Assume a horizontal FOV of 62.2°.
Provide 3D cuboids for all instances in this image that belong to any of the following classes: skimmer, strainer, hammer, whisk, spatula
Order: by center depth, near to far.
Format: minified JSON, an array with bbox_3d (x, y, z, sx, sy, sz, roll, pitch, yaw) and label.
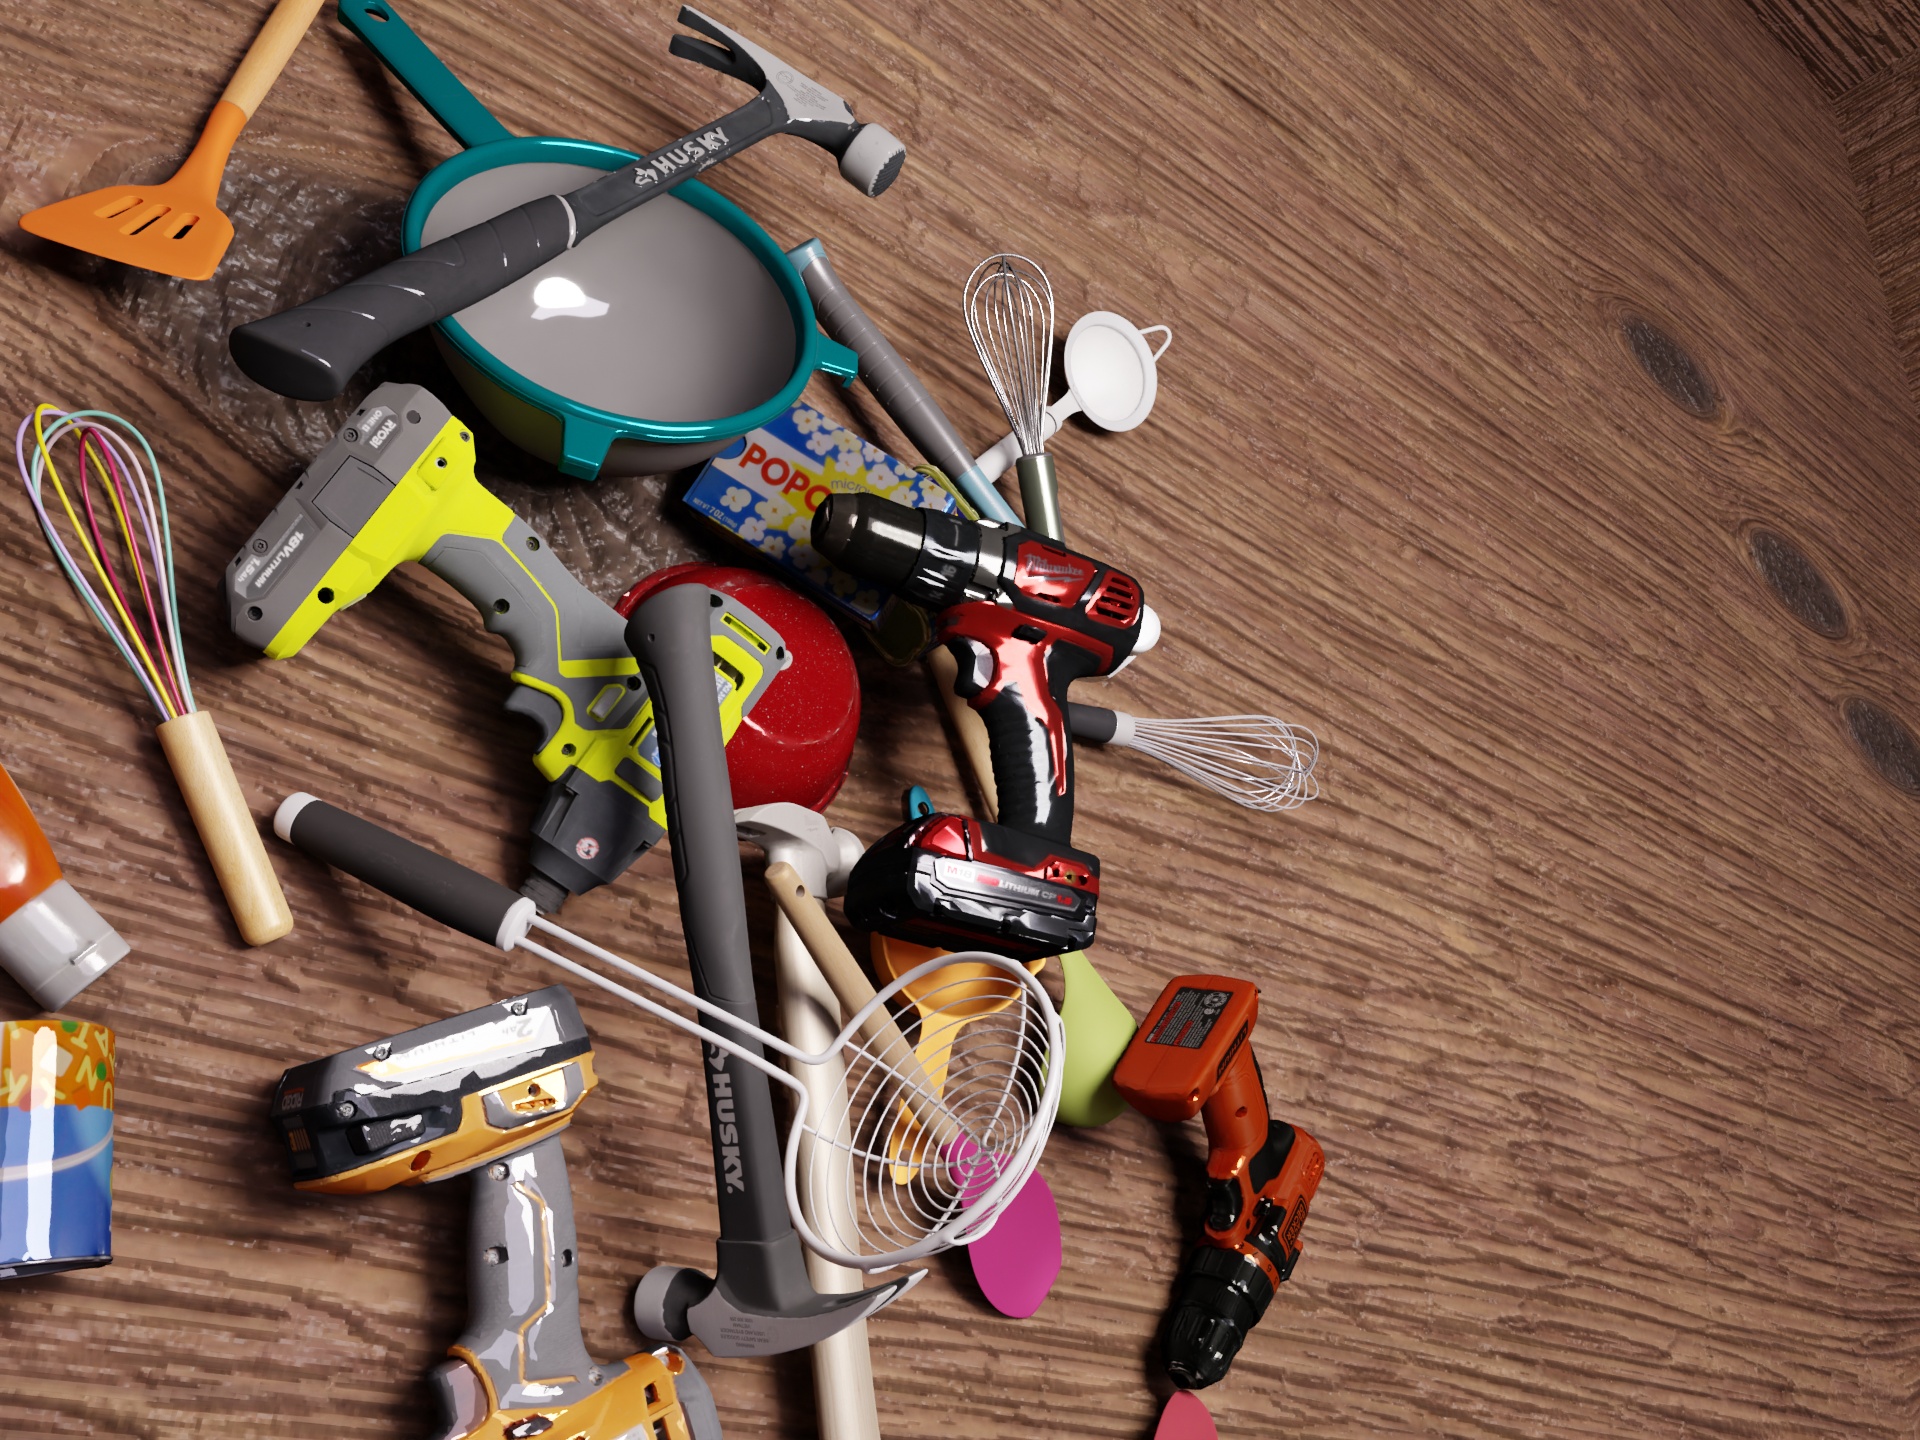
[{"bbox_3d":[-0.132,0.094,0.623,0.363,0.090,0.127,23,66,15],"label":"skimmer"},{"bbox_3d":[-0.335,-0.021,0.673,0.051,0.047,0.245,-23,90,-32],"label":"whisk"},{"bbox_3d":[-0.101,0.107,0.695,0.035,0.146,0.335,-3,84,-55],"label":"hammer"},{"bbox_3d":[-0.065,0.243,0.748,0.146,0.038,0.411,35,46,-69],"label":"hammer"},{"bbox_3d":[-0.188,-0.257,0.787,0.149,0.036,0.409,39,47,4],"label":"hammer"},{"bbox_3d":[-0.354,-0.325,0.793,0.081,0.041,0.323,16,57,-9],"label":"spatula"},{"bbox_3d":[-0.230,-0.244,0.843,0.340,0.095,0.211,48,48,12],"label":"strainer"},{"bbox_3d":[-0.005,-0.160,0.972,0.033,0.128,0.331,-37,88,-19],"label":"hammer"},{"bbox_3d":[0.047,-0.179,1.032,0.059,0.058,0.246,-11,98,-4],"label":"whisk"},{"bbox_3d":[0.127,0.011,1.046,0.284,0.070,0.070,13,63,-31],"label":"whisk"},{"bbox_3d":[0.063,-0.211,1.101,0.258,0.050,0.086,-43,109,-38],"label":"strainer"}]

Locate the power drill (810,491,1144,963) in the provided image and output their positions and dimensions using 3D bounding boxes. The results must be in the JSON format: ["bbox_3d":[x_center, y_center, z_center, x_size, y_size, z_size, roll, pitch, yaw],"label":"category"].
[{"bbox_3d":[-0.001,-0.003,0.817,0.187,0.080,0.227,17,68,-23],"label":"power drill"}]

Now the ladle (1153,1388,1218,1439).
[{"bbox_3d":[0.046,0.428,0.775,0.315,0.031,0.069,-18,101,-48],"label":"ladle"}]

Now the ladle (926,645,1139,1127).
[{"bbox_3d":[0.028,0.083,0.942,0.078,0.062,0.320,-3,66,-51],"label":"ladle"}]

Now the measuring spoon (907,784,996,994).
[{"bbox_3d":[-0.004,0.096,0.911,0.042,0.021,0.129,-9,78,-43],"label":"measuring spoon"}]

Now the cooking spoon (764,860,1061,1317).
[{"bbox_3d":[-0.018,0.189,0.793,0.069,0.017,0.318,-50,126,-35],"label":"cooking spoon"}]

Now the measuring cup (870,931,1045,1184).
[{"bbox_3d":[-0.016,0.159,0.853,0.095,0.052,0.174,18,74,-11],"label":"measuring cup"}]

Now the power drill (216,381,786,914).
[{"bbox_3d":[-0.213,-0.030,0.731,0.223,0.080,0.171,39,77,-20],"label":"power drill"}]

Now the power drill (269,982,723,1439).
[{"bbox_3d":[-0.208,0.239,0.637,0.185,0.084,0.226,-14,84,-41],"label":"power drill"}]
